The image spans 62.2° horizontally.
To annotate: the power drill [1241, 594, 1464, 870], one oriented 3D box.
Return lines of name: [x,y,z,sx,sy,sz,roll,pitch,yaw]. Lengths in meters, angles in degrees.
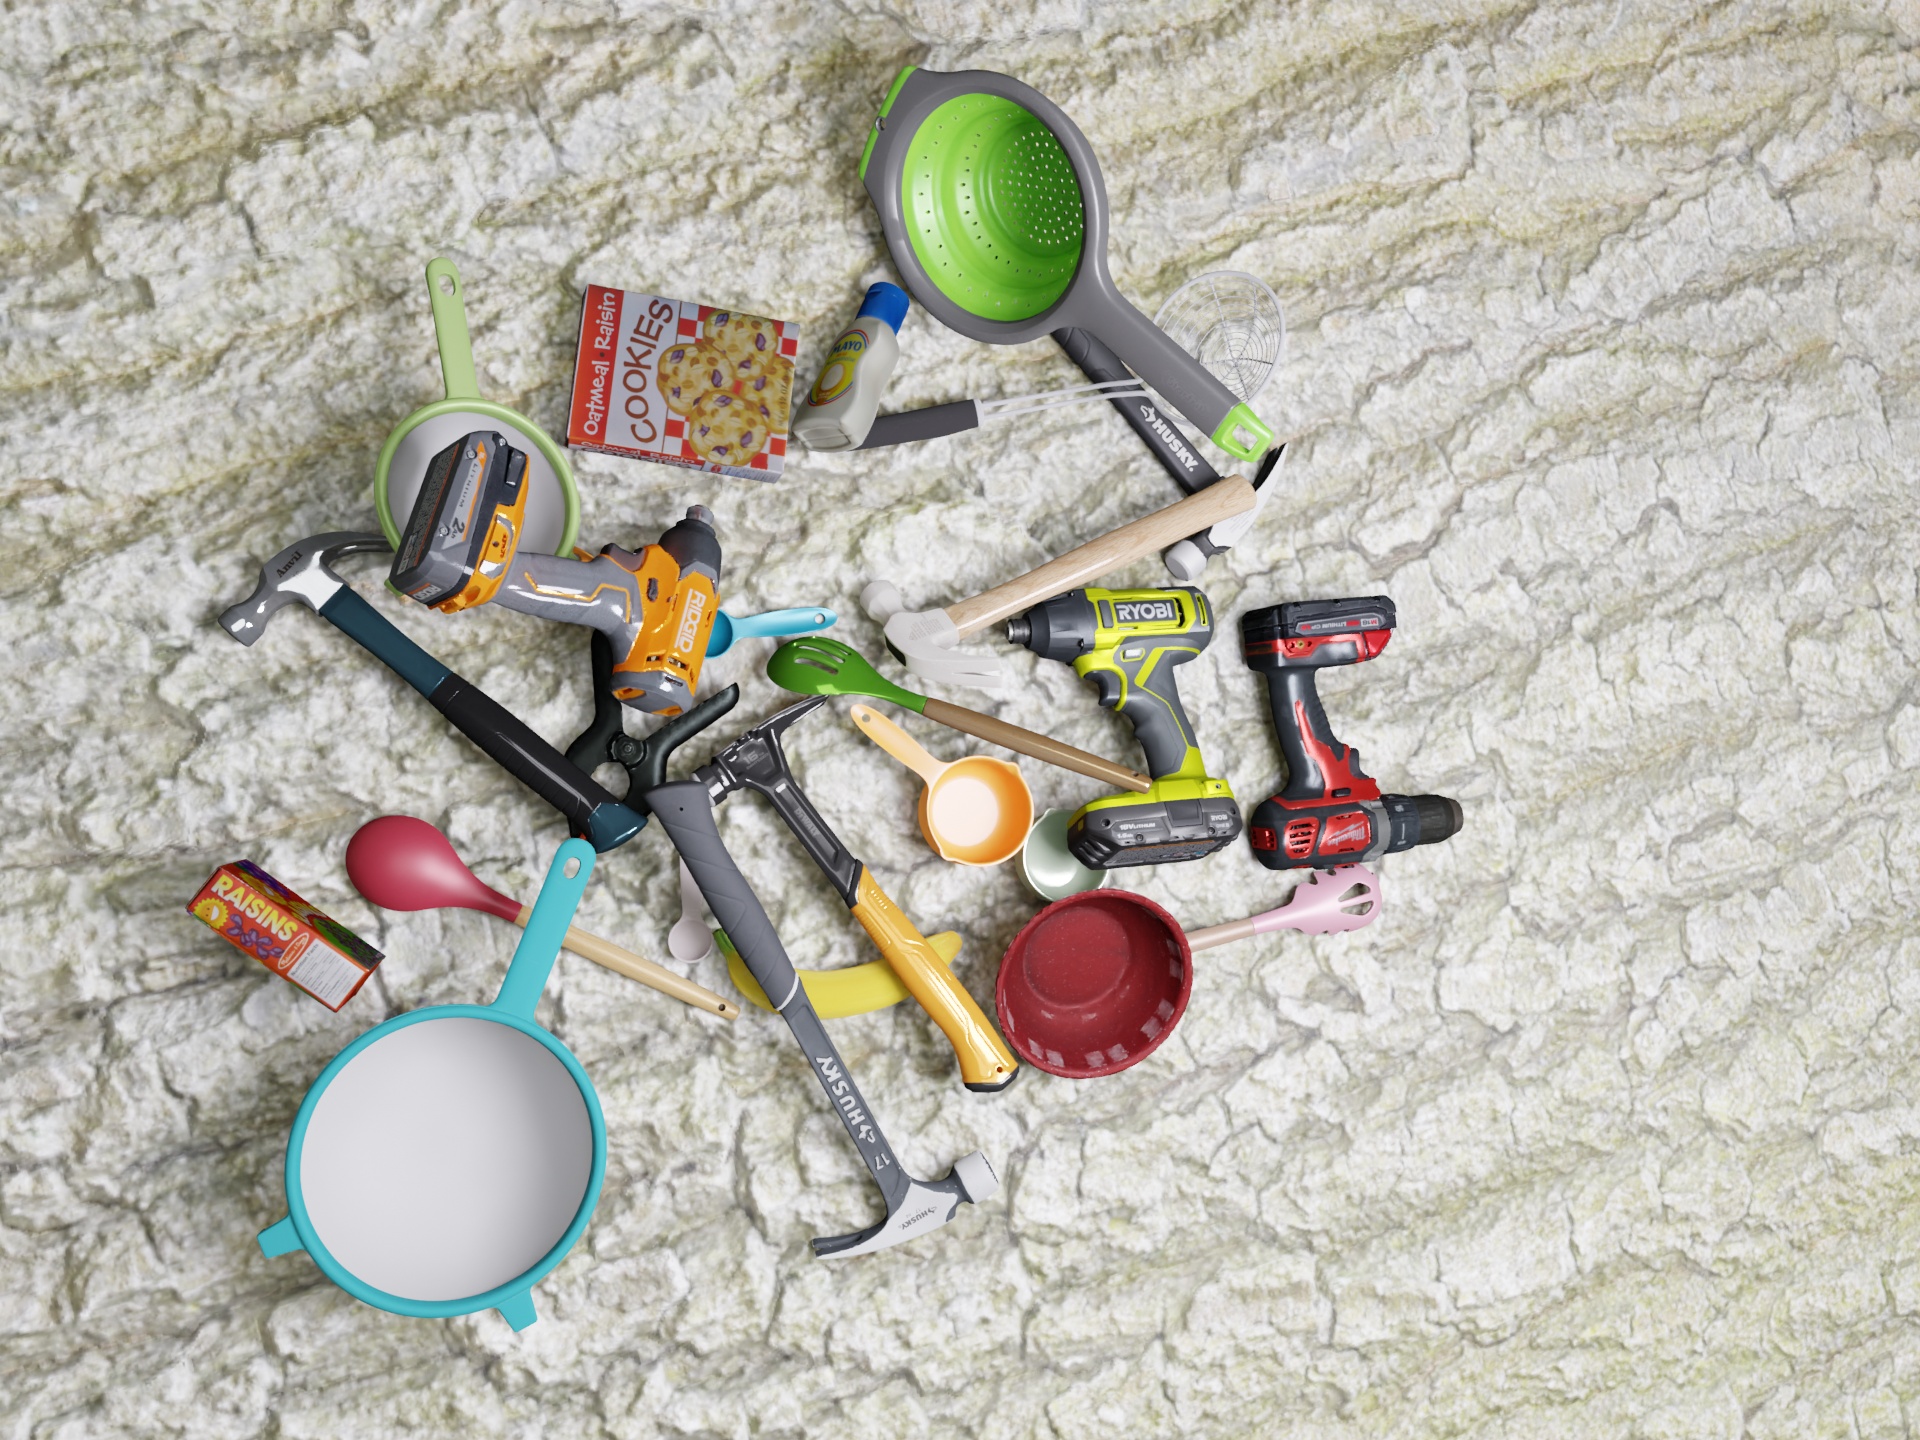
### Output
power drill: [0.332,0.011,1.350,0.188,0.080,0.227,-5,90,-15]

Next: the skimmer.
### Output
skimmer: [0.074,-0.271,1.265,0.363,0.090,0.127,-11,73,-5]

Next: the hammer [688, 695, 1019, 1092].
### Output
hammer: [-0.061,0.141,1.226,0.127,0.034,0.337,-36,87,-20]

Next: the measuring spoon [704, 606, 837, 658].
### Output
measuring spoon: [-0.160,-0.074,1.257,0.128,0.021,0.042,-9,88,-25]

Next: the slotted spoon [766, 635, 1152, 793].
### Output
slotted spoon: [-0.002,-0.004,1.223,0.314,0.031,0.070,20,40,7]

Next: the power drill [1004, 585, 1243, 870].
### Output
power drill: [0.132,0.001,1.278,0.171,0.080,0.223,-4,70,-16]

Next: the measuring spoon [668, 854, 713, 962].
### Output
measuring spoon: [-0.206,0.125,1.229,0.034,0.018,0.124,0,79,-2]

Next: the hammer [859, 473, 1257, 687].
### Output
hammer: [0.093,-0.121,1.274,0.331,0.031,0.130,-25,52,-14]

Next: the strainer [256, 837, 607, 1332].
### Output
strainer: [-0.340,0.245,1.141,0.211,0.095,0.340,23,78,-15]

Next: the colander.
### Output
colander: [0.101,-0.349,1.225,0.397,0.204,0.094,44,46,9]

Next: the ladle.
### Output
ladle: [-0.308,0.157,1.192,0.315,0.031,0.069,27,79,-13]

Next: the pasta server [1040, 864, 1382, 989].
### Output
pasta server: [0.215,0.179,1.331,0.316,0.040,0.060,-13,89,-12]

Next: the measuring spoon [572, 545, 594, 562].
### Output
measuring spoon: [-0.264,-0.097,1.233,0.117,0.011,0.021,40,77,-5]

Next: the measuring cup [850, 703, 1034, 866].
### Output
measuring cup: [-0.022,0.046,1.264,0.173,0.052,0.095,39,77,-6]

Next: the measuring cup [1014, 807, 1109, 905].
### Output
measuring cup: [0.119,0.096,1.306,0.167,0.038,0.083,-21,90,-21]

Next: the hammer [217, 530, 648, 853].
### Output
hammer: [-0.370,-0.015,1.164,0.331,0.033,0.128,39,76,-1]

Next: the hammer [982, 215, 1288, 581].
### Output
hammer: [0.136,-0.288,1.341,0.146,0.035,0.334,-43,97,-13]

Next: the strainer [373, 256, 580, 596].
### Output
strainer: [-0.373,-0.208,1.175,0.151,0.069,0.256,-8,86,-37]

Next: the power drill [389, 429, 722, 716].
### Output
power drill: [-0.273,-0.117,1.142,0.226,0.084,0.164,27,65,-34]

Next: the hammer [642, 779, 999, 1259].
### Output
hammer: [-0.126,0.223,1.194,0.149,0.036,0.408,-29,102,-6]
